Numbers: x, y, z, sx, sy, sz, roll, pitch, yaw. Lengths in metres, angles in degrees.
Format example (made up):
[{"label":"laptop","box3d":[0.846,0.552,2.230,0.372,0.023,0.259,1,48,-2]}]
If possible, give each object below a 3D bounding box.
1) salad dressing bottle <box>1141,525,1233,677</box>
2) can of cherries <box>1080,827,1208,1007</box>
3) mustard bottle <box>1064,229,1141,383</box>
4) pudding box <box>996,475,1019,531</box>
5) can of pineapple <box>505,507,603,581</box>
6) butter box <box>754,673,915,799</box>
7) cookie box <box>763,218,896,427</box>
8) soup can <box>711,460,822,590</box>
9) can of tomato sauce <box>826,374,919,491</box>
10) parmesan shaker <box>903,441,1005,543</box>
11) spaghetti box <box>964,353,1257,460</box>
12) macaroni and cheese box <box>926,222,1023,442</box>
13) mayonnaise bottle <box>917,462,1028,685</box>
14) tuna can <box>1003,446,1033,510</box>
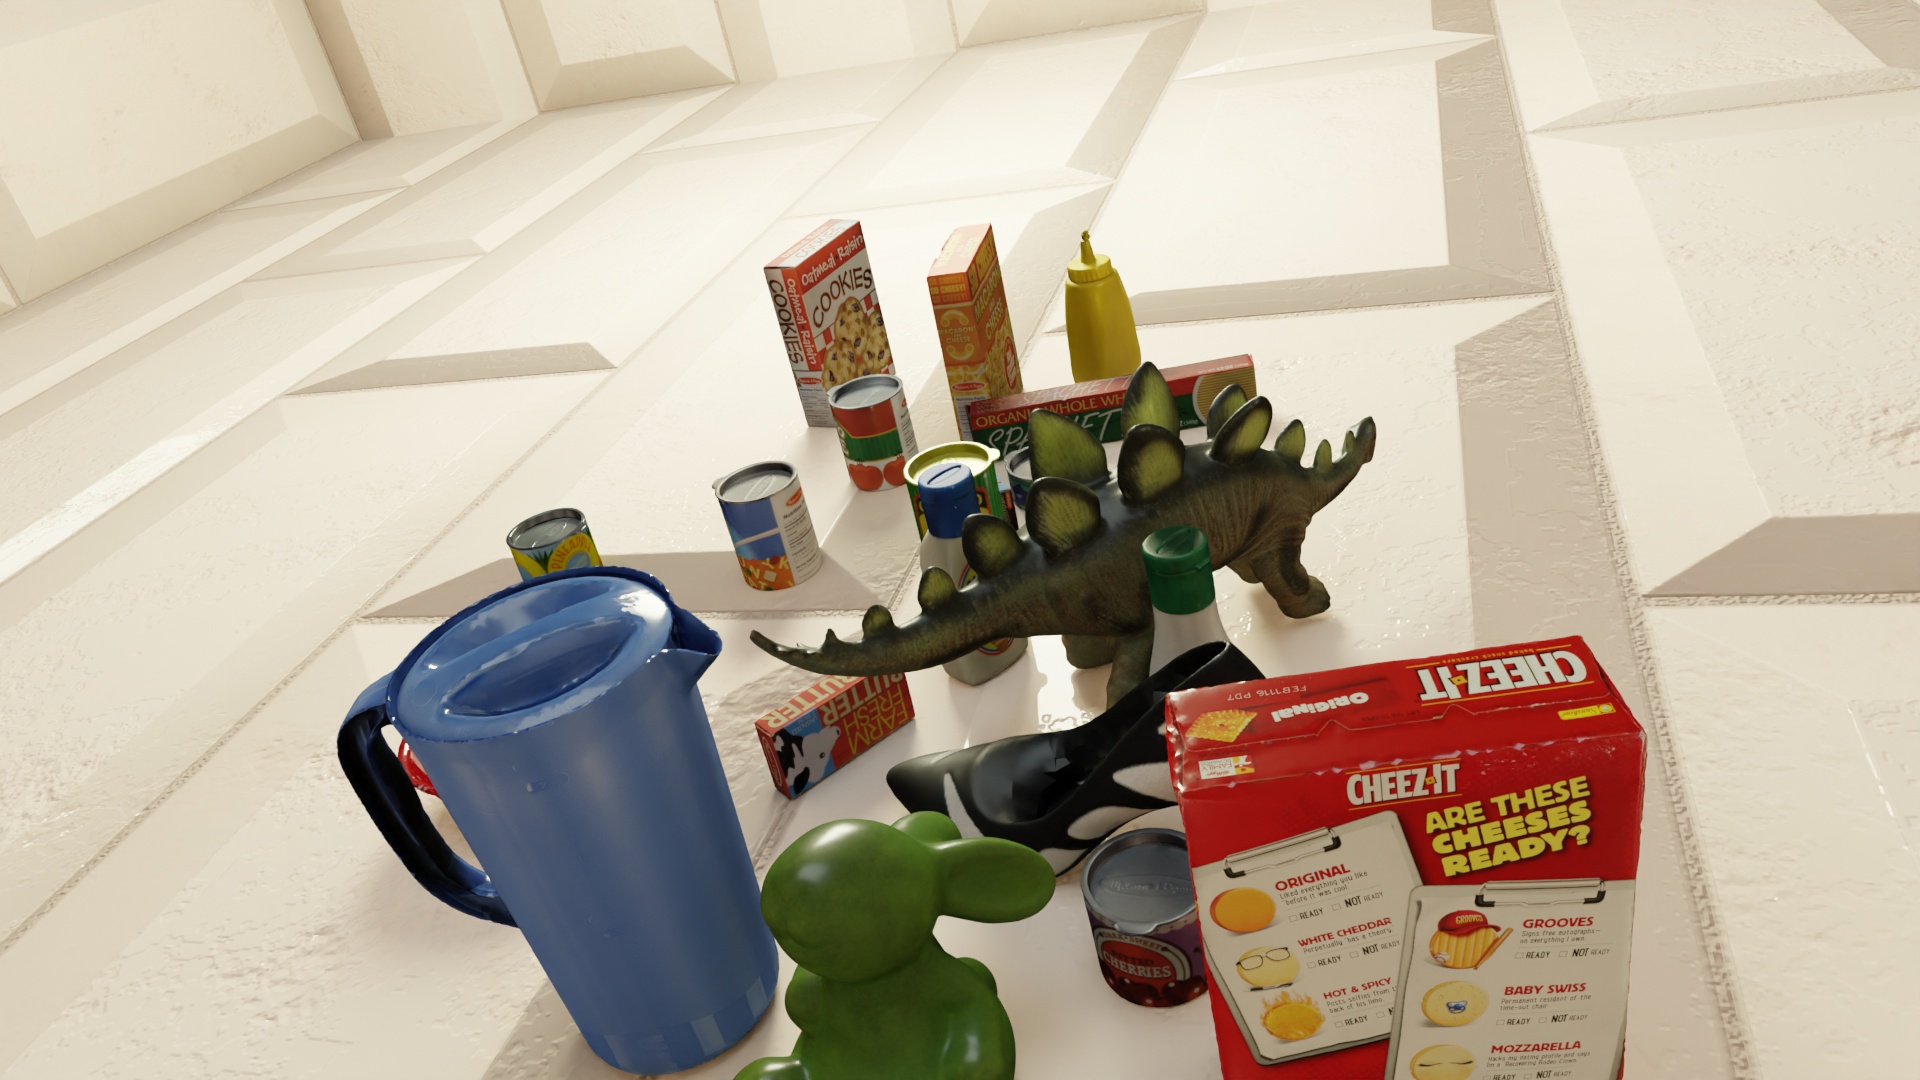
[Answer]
[{"label":"salad dressing bottle","box3d":[0.133,0.062,0.798,0.064,0.147,0.044,-34,35,-32]},{"label":"can of cherries","box3d":[0.095,0.188,0.687,0.071,0.058,0.072,-10,30,6]},{"label":"mustard bottle","box3d":[0.123,-0.205,1.249,0.049,0.159,0.065,15,40,40]},{"label":"pudding box","box3d":[0.015,-0.032,1.106,0.030,0.049,0.084,-21,30,-14]},{"label":"can of pineapple","box3d":[-0.335,0.014,1.157,0.071,0.057,0.071,-10,30,6]},{"label":"butter box","box3d":[-0.079,0.115,0.887,0.104,0.053,0.024,-31,34,-29]},{"label":"cookie box","box3d":[-0.125,-0.212,1.353,0.040,0.166,0.123,4,34,28]},{"label":"soup can","box3d":[-0.154,-0.012,1.104,0.071,0.083,0.072,-10,30,6]},{"label":"can of tomato sauce","box3d":[-0.076,-0.094,1.215,0.071,0.082,0.071,-10,30,6]},{"label":"parmesan shaker","box3d":[0.004,-0.013,1.023,0.071,0.102,0.071,-10,30,6]},{"label":"spaghetti box","box3d":[0.130,-0.113,1.199,0.250,0.050,0.029,-9,30,6]},{"label":"macaroni and cheese box","box3d":[0.014,-0.185,1.251,0.040,0.165,0.124,-4,31,16]},{"label":"mayonnaise bottle","box3d":[0.004,0.021,0.920,0.065,0.147,0.041,-32,35,-30]},{"label":"tuna can","box3d":[0.070,-0.053,1.137,0.071,0.032,0.071,-10,30,6]}]
